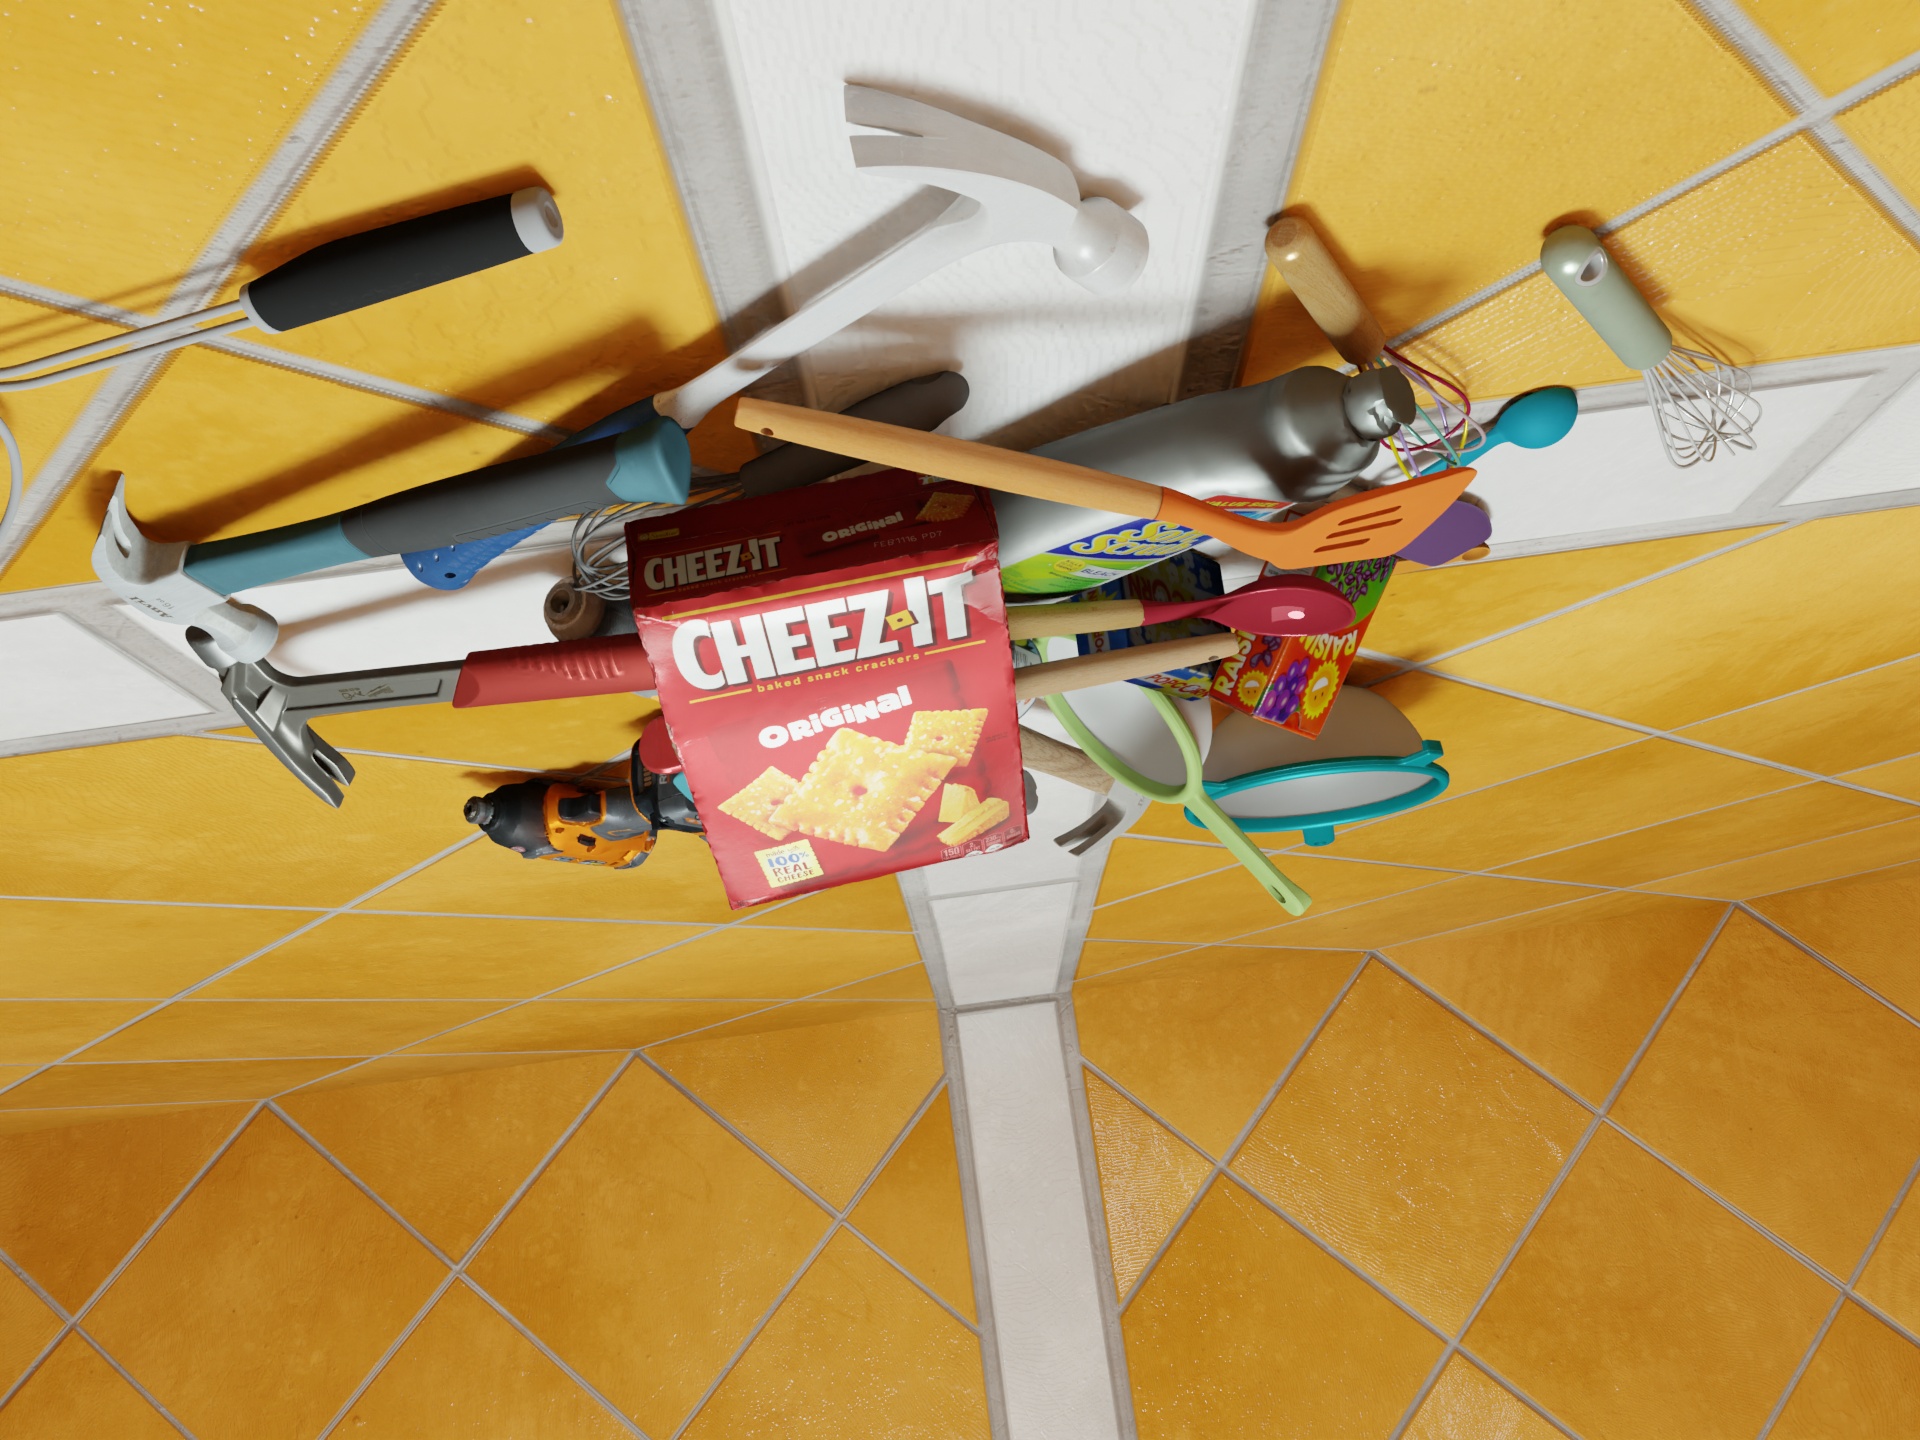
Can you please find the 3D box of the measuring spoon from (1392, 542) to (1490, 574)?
[{"bbox_3d":[0.285,-0.104,1.039,0.117,0.011,0.021,-8,159,14],"label":"measuring spoon"}]

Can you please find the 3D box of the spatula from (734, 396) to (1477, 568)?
[{"bbox_3d":[0.063,-0.108,0.696,0.322,0.041,0.081,11,156,-9],"label":"spatula"}]

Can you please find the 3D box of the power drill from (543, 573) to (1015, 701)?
[{"bbox_3d":[-0.105,-0.058,0.908,0.226,0.084,0.185,-12,161,26],"label":"power drill"}]

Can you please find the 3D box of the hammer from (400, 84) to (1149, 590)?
[{"bbox_3d":[-0.122,-0.143,0.697,0.405,0.035,0.144,-21,158,36],"label":"hammer"}]

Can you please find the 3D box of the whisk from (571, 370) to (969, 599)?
[{"bbox_3d":[-0.099,-0.116,0.781,0.239,0.055,0.055,-21,159,23],"label":"whisk"}]

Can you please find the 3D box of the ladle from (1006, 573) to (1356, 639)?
[{"bbox_3d":[0.071,-0.054,0.851,0.315,0.031,0.069,-5,164,-21],"label":"ladle"}]

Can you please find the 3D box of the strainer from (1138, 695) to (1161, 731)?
[{"bbox_3d":[0.187,-0.049,1.108,0.258,0.050,0.087,-34,-174,46],"label":"strainer"}]

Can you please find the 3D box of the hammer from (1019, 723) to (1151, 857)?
[{"bbox_3d":[0.036,0.018,1.192,0.331,0.130,0.031,20,-173,-42],"label":"hammer"}]

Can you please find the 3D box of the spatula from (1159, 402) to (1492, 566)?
[{"bbox_3d":[0.214,-0.132,0.901,0.315,0.018,0.060,11,147,-44],"label":"spatula"}]

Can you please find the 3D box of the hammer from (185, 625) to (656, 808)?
[{"bbox_3d":[-0.237,-0.019,0.872,0.359,0.037,0.149,-5,138,17],"label":"hammer"}]

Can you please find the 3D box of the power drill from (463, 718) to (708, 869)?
[{"bbox_3d":[-0.258,0.062,1.212,0.226,0.084,0.164,-17,160,38],"label":"power drill"}]

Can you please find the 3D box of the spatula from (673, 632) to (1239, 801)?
[{"bbox_3d":[-0.001,-0.003,0.887,0.317,0.044,0.082,-11,158,11],"label":"spatula"}]

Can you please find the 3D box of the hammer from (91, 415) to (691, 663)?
[{"bbox_3d":[-0.263,-0.088,0.732,0.331,0.033,0.128,-9,153,24],"label":"hammer"}]

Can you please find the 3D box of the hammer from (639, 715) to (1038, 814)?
[{"bbox_3d":[-0.100,0.046,1.161,0.143,0.038,0.386,-15,164,31],"label":"hammer"}]

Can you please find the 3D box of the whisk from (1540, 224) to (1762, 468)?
[{"bbox_3d":[0.335,-0.179,0.773,0.246,0.059,0.058,19,112,-47],"label":"whisk"}]

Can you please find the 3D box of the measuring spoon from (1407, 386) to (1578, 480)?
[{"bbox_3d":[0.282,-0.139,0.877,0.042,0.021,0.128,10,146,-45],"label":"measuring spoon"}]

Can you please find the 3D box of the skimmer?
[{"bbox_3d":[-0.316,-0.115,0.606,0.363,0.090,0.127,-13,166,12],"label":"skimmer"}]

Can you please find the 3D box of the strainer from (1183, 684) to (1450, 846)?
[{"bbox_3d":[0.297,0.039,1.352,0.211,0.095,0.340,-9,165,12],"label":"strainer"}]

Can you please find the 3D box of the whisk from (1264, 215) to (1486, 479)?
[{"bbox_3d":[0.198,-0.172,0.751,0.047,0.051,0.244,-38,148,18],"label":"whisk"}]

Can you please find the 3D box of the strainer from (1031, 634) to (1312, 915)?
[{"bbox_3d":[0.157,0.017,1.065,0.069,0.256,0.151,-43,179,-19],"label":"strainer"}]
